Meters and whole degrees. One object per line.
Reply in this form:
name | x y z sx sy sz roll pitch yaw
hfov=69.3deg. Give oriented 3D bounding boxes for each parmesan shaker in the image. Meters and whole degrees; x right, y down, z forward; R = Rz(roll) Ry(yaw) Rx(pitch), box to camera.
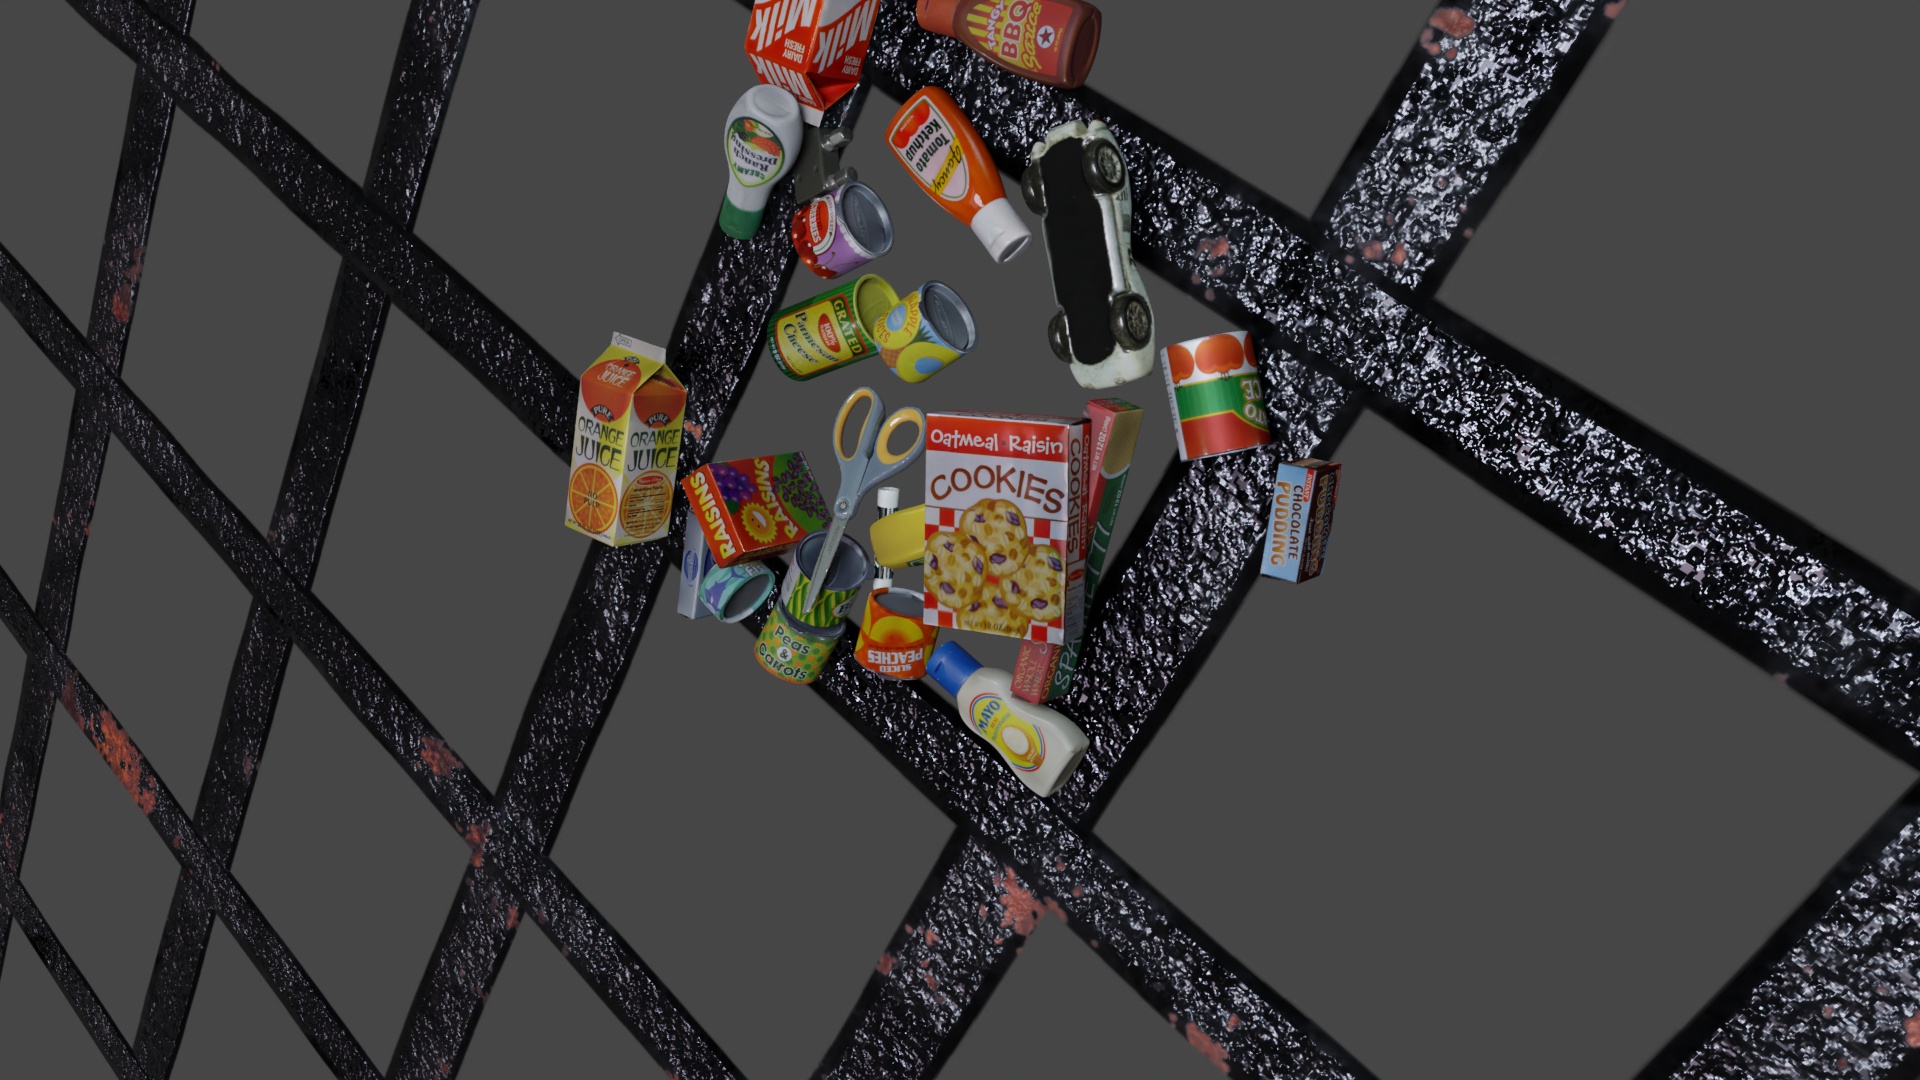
parmesan shaker | -0.105 -0.176 1.180 0.103 0.071 0.071 -15 89 35

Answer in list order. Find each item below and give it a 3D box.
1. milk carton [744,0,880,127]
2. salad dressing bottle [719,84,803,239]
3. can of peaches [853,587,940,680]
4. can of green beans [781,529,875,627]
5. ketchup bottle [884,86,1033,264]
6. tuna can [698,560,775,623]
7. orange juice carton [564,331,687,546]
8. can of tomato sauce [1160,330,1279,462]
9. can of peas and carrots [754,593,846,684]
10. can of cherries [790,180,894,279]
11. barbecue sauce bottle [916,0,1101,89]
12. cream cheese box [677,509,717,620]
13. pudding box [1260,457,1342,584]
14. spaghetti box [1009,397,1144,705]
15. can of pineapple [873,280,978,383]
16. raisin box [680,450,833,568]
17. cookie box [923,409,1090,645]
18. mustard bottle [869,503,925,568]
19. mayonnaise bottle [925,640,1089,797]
milk carton | -0.117 -0.443 1.140 0.072 0.074 0.189 29 113 27
salad dressing bottle | -0.175 -0.320 1.189 0.064 0.044 0.147 28 144 -3
can of peaches | -0.052 0.079 1.180 0.071 0.071 0.058 26 110 29
can of green beans | -0.118 0.034 1.212 0.071 0.071 0.057 49 140 18
ketchup bottle | 0.003 -0.286 1.102 0.064 0.044 0.149 -43 74 31
tuna can | -0.205 0.041 1.281 0.033 0.071 0.070 42 118 20
orange juice carton | -0.319 -0.098 1.333 0.072 0.073 0.192 20 108 30
can of tomato sauce | 0.185 -0.103 0.993 0.071 0.071 0.083 -11 91 35
can of peas and carrots | -0.145 0.088 1.244 0.071 0.071 0.058 41 119 22
can of cherries | -0.100 -0.259 1.159 0.058 0.072 0.071 -18 87 35
barbecue sauce bottle | 0.034 -0.394 1.064 0.149 0.044 0.064 27 113 29
cream cheese box | -0.235 0.020 1.306 0.024 0.053 0.103 19 108 33
pudding box | 0.240 -0.014 0.979 0.030 0.050 0.083 16 106 33
spaghetti box | 0.090 0.011 1.085 0.029 0.050 0.249 24 110 30
can of pineapple | -0.030 -0.169 1.127 0.057 0.071 0.071 -29 81 34
raisin box | -0.175 -0.029 1.214 0.040 0.124 0.086 -29 82 34
cookie box | 0.034 -0.013 1.060 0.123 0.040 0.167 7 102 29
mustard bottle | 0.004 -0.014 1.133 0.160 0.065 0.049 -15 85 30
mayonnaise bottle | 0.035 0.142 1.148 0.148 0.041 0.064 40 119 22
